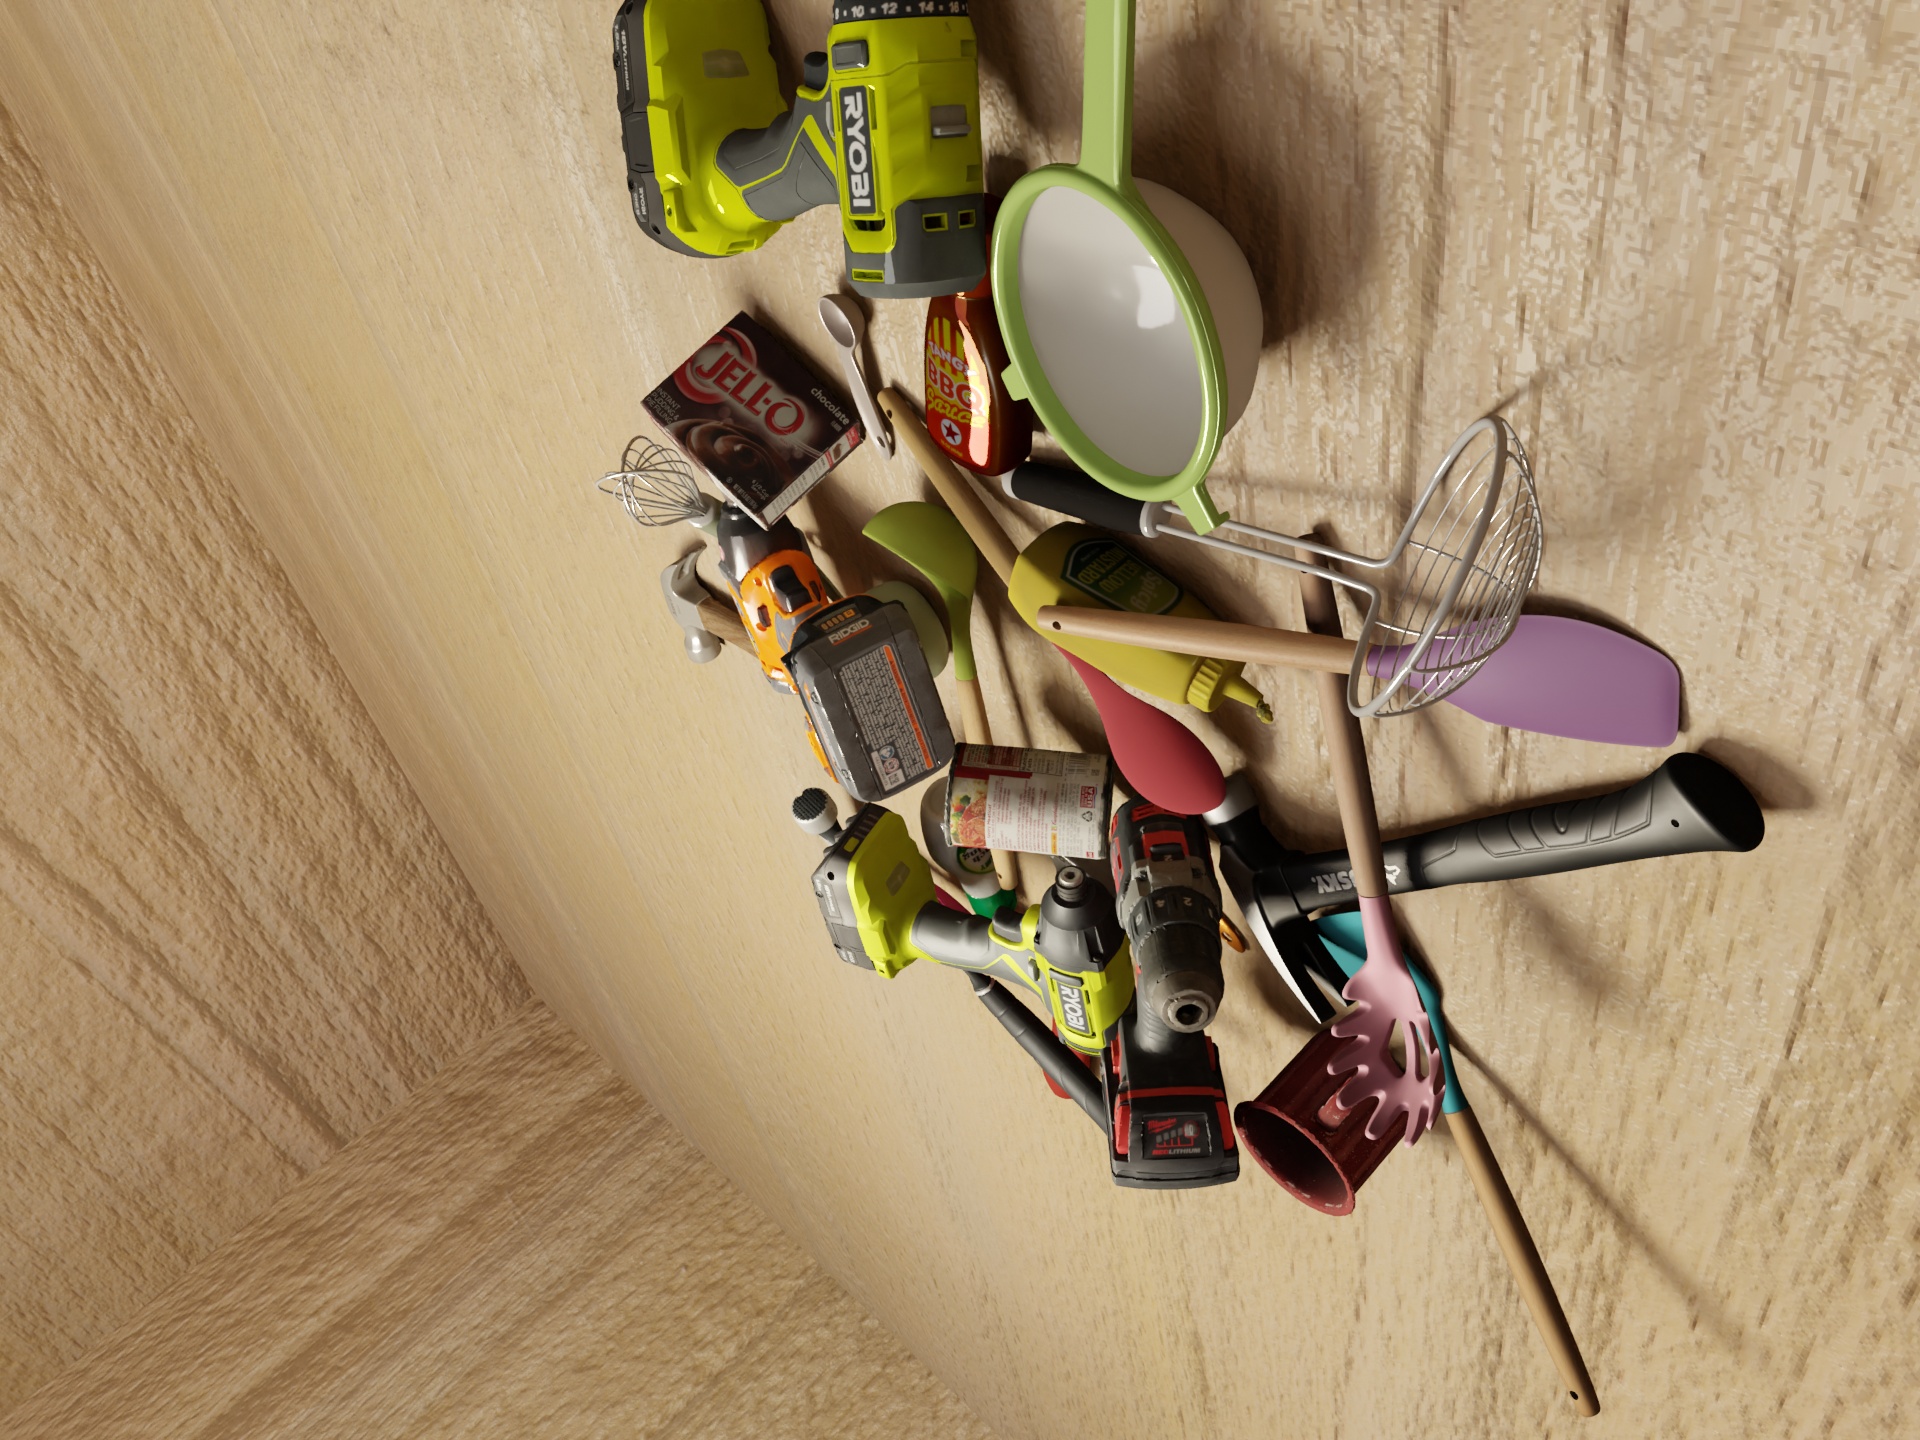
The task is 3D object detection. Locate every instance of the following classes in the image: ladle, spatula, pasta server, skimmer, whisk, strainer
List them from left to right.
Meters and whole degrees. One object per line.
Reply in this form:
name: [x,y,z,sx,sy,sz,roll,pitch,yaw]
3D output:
whisk: [-0.183,-0.146,1.093,0.246,0.059,0.058,16,-114,-79]
ladle: [-0.002,-0.003,1.051,0.078,0.062,0.319,35,147,46]
ladle: [0.045,-0.071,0.919,0.315,0.031,0.069,54,148,11]
strainer: [0.080,-0.213,0.655,0.152,0.069,0.256,43,152,36]
skimmer: [0.112,-0.095,0.732,0.090,0.127,0.364,20,-176,-39]
spatula: [0.168,-0.033,0.742,0.316,0.018,0.059,10,127,36]
pasta server: [0.196,0.063,0.787,0.060,0.040,0.316,2,112,46]
spatula: [0.288,0.253,0.917,0.082,0.044,0.317,-34,78,61]

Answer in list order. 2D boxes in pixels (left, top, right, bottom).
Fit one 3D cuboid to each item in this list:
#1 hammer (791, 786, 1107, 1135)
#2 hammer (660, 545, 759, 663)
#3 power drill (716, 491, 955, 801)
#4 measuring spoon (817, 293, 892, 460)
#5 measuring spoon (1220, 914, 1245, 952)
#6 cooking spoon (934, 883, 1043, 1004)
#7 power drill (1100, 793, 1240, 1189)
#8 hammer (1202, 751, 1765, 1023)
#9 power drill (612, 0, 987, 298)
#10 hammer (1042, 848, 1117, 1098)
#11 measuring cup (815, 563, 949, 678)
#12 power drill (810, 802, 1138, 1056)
hammer: [0.009,0.208,1.295,0.409,0.036,0.149,41,169,35]
hammer: [-0.135,-0.048,1.278,0.332,0.031,0.129,29,148,37]
power drill: [-0.096,-0.062,1.036,0.227,0.084,0.164,45,159,54]
measuring spoon: [-0.056,-0.207,0.958,0.034,0.018,0.124,38,159,37]
measuring spoon: [0.145,0.111,1.050,0.117,0.011,0.021,47,155,7]
cooking spoon: [0.055,0.198,1.217,0.319,0.017,0.068,36,164,48]
power drill: [0.126,0.178,0.955,0.188,0.080,0.226,-89,-4,-61]
hammer: [0.244,0.073,0.787,0.335,0.035,0.146,-25,90,62]
power drill: [-0.075,-0.304,0.755,0.229,0.080,0.190,20,121,47]
hammer: [0.094,0.204,1.234,0.149,0.037,0.358,36,151,29]
measuring cup: [-0.064,-0.085,1.112,0.168,0.038,0.083,46,158,37]
power drill: [0.014,0.139,1.115,0.223,0.080,0.171,15,140,27]
